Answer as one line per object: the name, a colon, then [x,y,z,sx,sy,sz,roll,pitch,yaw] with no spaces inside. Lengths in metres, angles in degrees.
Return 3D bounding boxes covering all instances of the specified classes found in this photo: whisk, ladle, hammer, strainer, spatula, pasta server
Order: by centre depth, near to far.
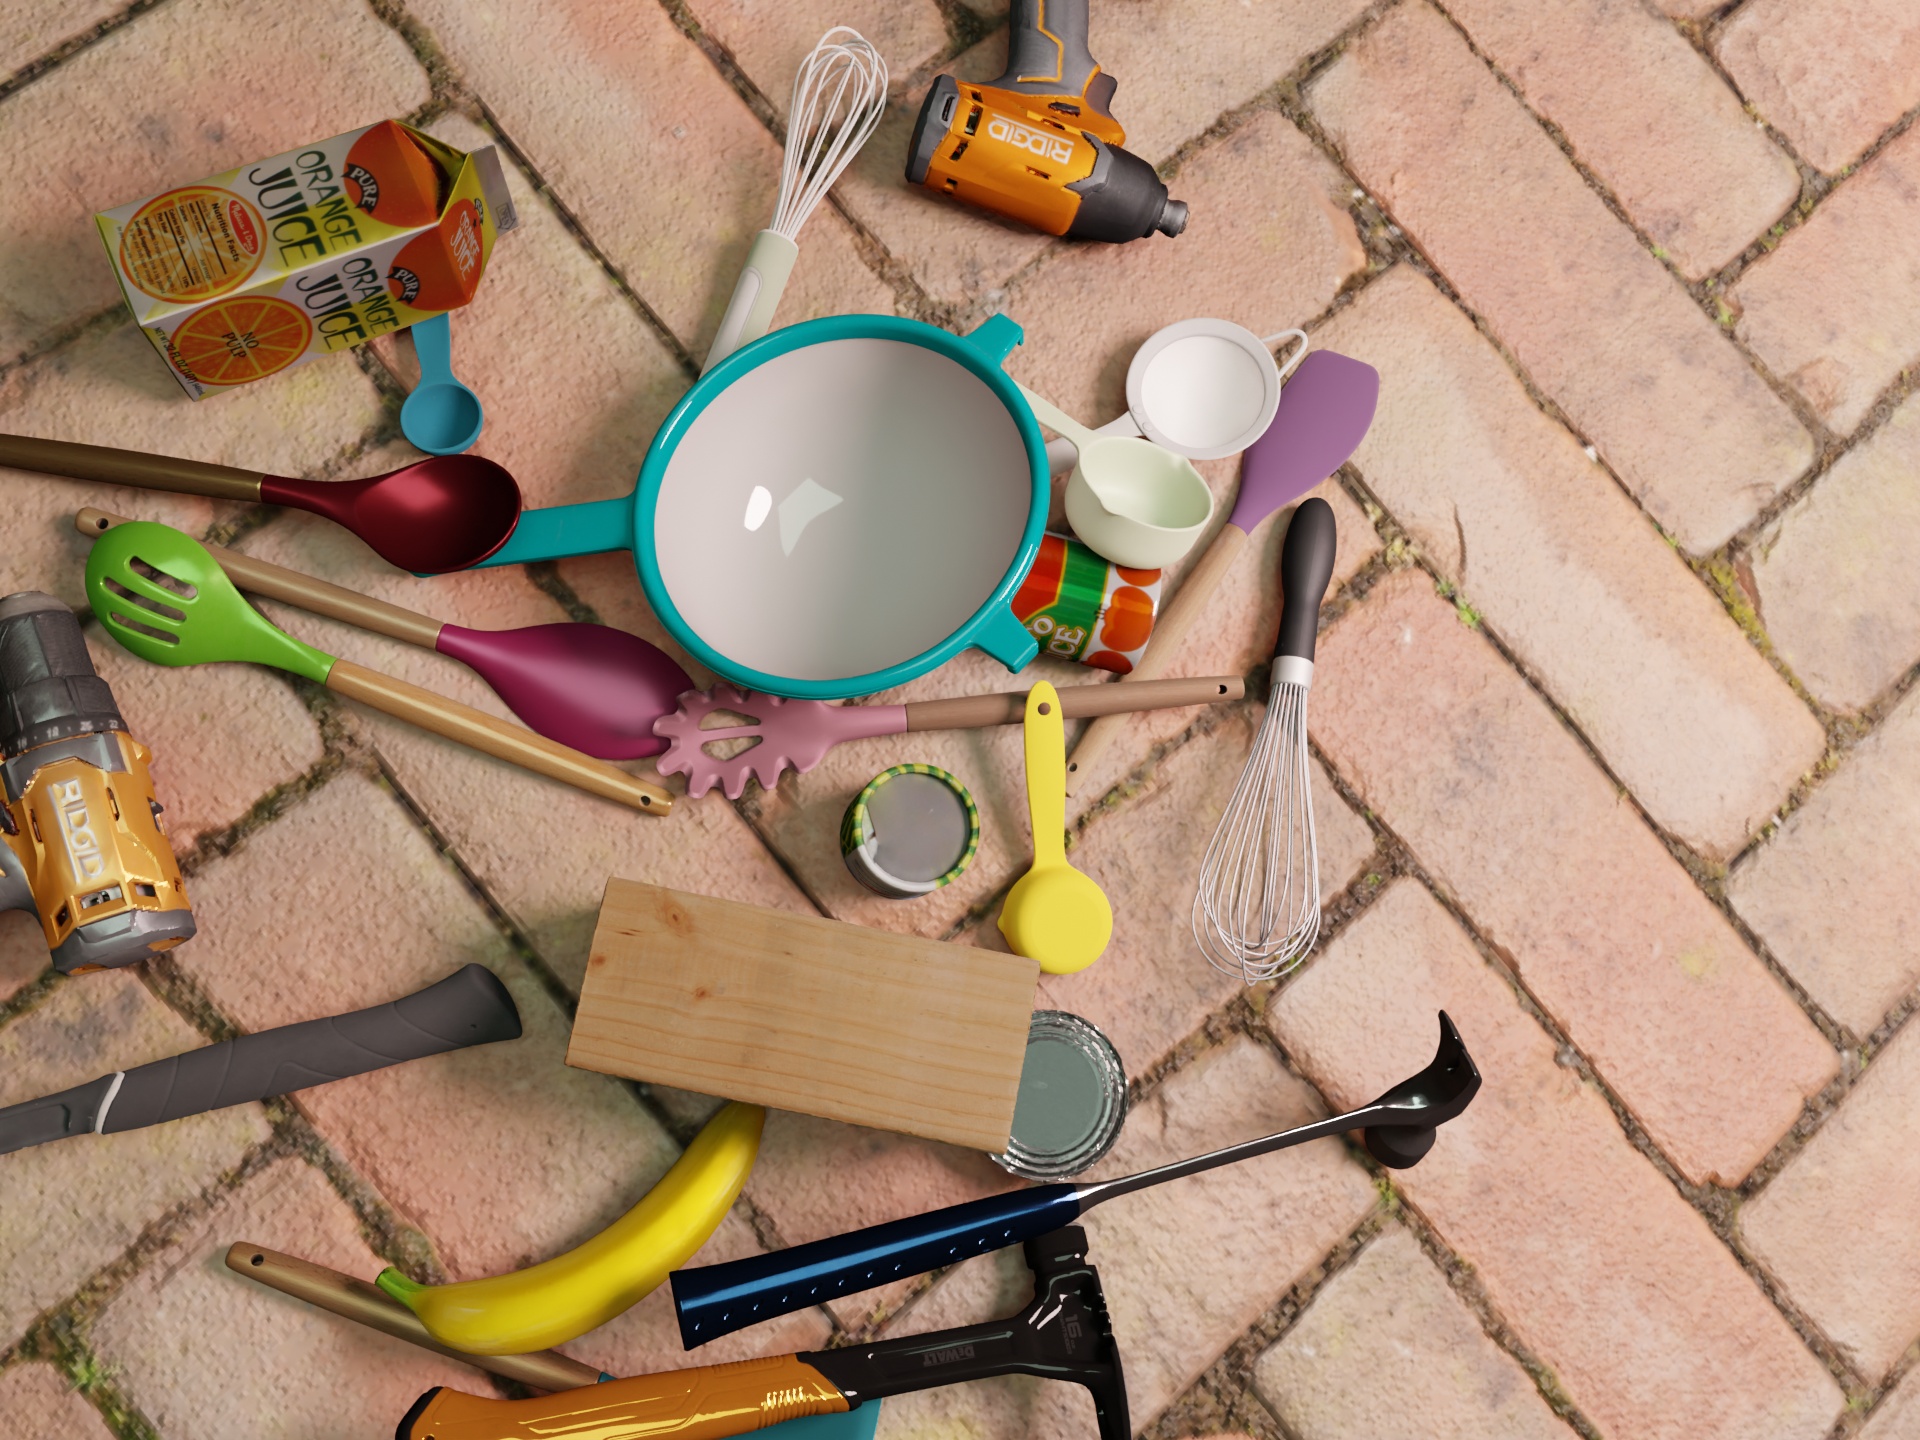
hammer: [-0.409,0.185,0.725,0.409,0.036,0.149,-12,118,-19]
hammer: [-0.085,0.320,0.740,0.336,0.034,0.127,-3,54,-16]
spatula: [-0.197,0.305,0.758,0.317,0.044,0.082,21,53,-4]
hammer: [0.064,0.225,0.763,0.405,0.144,0.035,-12,57,-14]
ladle: [-0.373,-0.119,0.795,0.315,0.031,0.069,9,66,0]
strainer: [-0.117,-0.090,0.830,0.340,0.095,0.211,-5,69,10]
pasta server: [-0.001,-0.003,0.841,0.316,0.040,0.060,-5,97,-7]
whisk: [0.178,0.005,0.875,0.070,0.070,0.285,14,73,-8]
whisk: [-0.098,-0.272,0.880,0.058,0.059,0.246,14,79,32]
strainer: [0.075,-0.157,0.894,0.258,0.050,0.087,-24,75,-8]
spatula: [0.145,-0.086,0.900,0.060,0.018,0.316,29,76,27]

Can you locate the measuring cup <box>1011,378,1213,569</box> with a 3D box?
measuring cup: [0.057,-0.139,0.853,0.168,0.038,0.083,37,44,16]

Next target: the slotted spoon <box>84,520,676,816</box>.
slotted spoon: [-0.292,-0.016,0.804,0.313,0.031,0.070,23,105,-8]

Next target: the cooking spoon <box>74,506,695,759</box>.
cooking spoon: [-0.293,-0.051,0.817,0.319,0.017,0.069,18,79,-7]

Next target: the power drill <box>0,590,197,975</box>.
power drill: [-0.493,0.051,0.733,0.226,0.084,0.185,-18,83,-17]

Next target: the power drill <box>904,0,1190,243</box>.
power drill: [0.076,-0.387,0.916,0.164,0.084,0.226,18,81,-7]

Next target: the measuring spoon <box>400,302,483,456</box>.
measuring spoon: [-0.280,-0.196,0.851,0.042,0.021,0.129,-10,73,-8]

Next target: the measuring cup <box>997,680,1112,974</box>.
measuring cup: [0.049,0.058,0.833,0.062,0.029,0.156,-5,98,-11]
